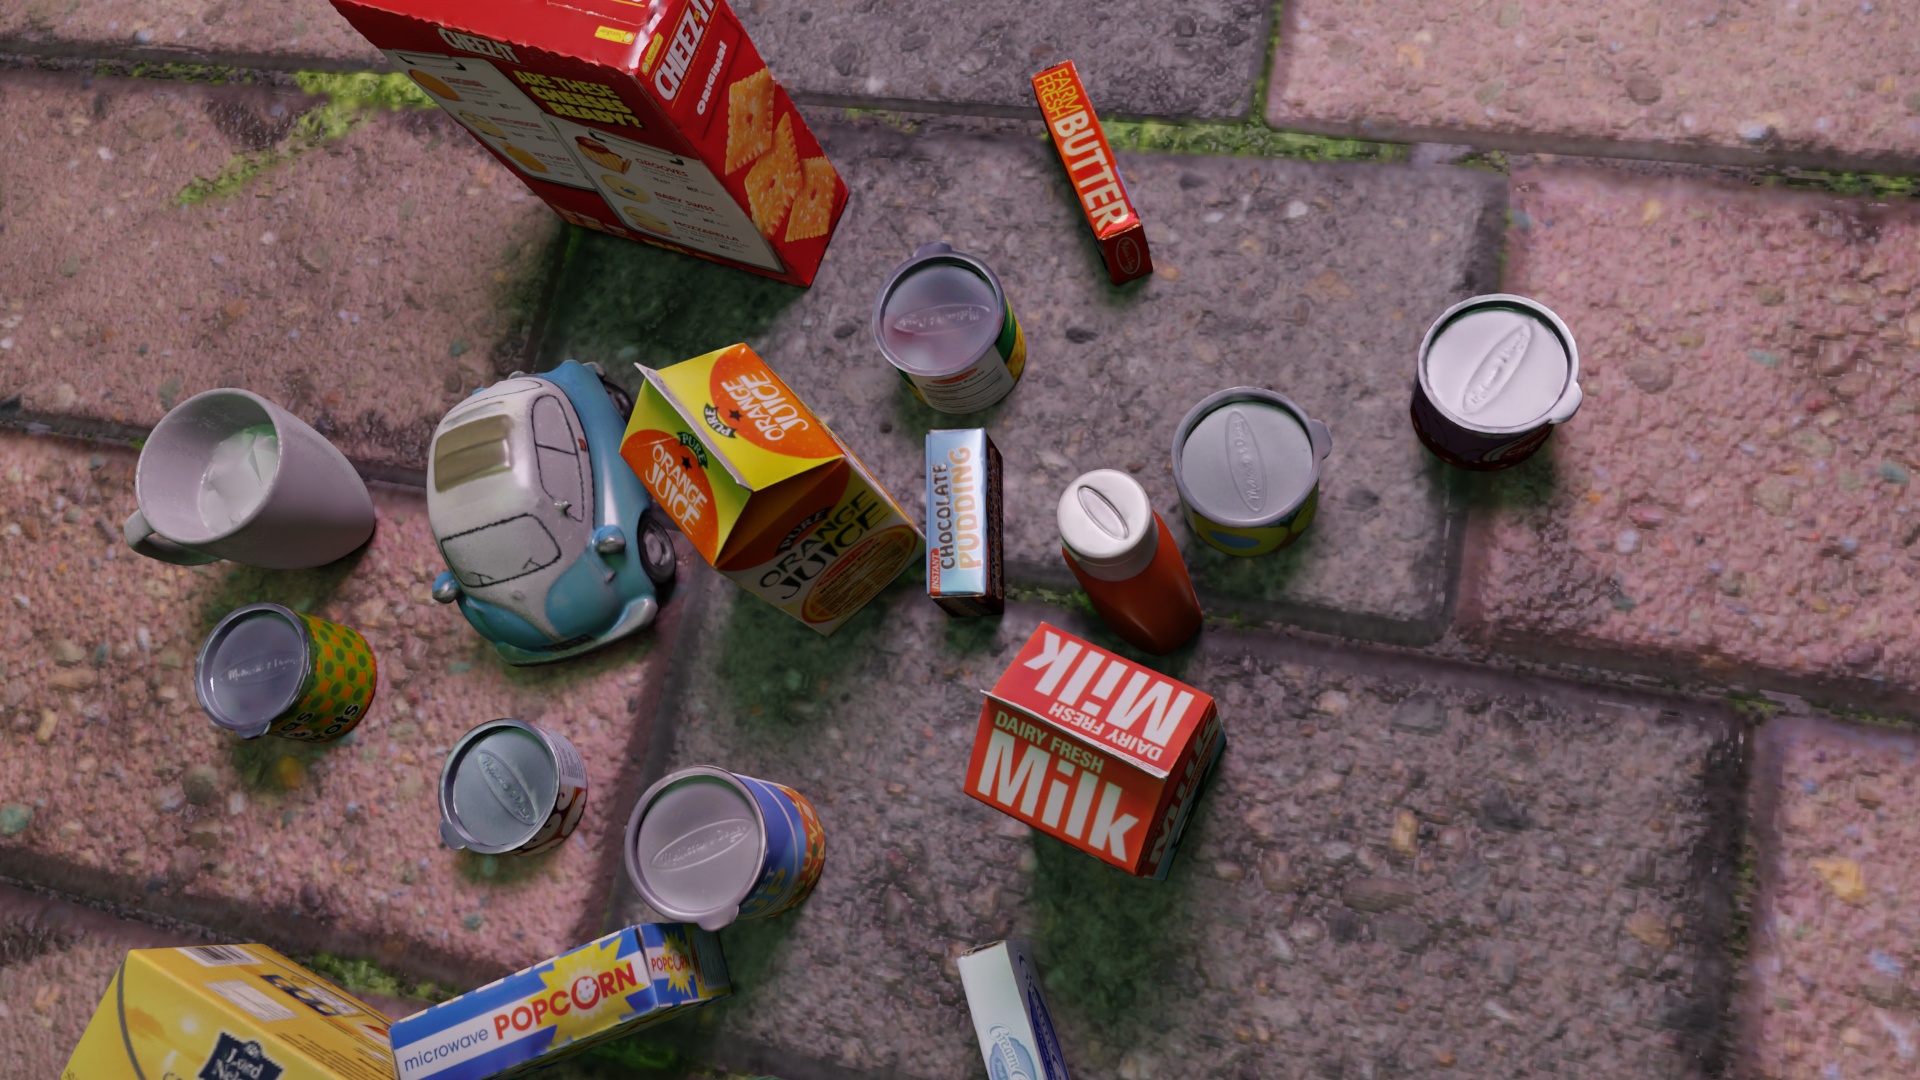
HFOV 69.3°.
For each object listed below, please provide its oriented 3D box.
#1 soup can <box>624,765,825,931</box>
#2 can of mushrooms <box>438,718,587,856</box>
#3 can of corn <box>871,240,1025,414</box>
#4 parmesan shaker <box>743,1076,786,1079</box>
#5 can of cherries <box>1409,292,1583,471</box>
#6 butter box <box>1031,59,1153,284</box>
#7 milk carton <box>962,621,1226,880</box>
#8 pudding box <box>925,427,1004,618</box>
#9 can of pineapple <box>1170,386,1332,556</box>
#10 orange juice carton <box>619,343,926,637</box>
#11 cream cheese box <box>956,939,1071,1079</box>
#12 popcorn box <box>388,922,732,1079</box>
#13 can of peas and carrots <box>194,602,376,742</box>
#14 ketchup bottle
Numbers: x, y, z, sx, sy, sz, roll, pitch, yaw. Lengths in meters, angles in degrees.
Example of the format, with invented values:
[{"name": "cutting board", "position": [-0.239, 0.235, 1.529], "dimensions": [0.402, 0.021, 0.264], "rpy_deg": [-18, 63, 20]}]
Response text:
[{"name": "soup can", "position": [-0.105, 0.143, 0.637], "dimensions": [0.071, 0.083, 0.071], "rpy_deg": [-3, 74, 13]}, {"name": "can of mushrooms", "position": [-0.226, 0.126, 0.697], "dimensions": [0.071, 0.033, 0.071], "rpy_deg": [-3, 74, 13]}, {"name": "can of corn", "position": [-0.005, -0.105, 0.695], "dimensions": [0.071, 0.058, 0.071], "rpy_deg": [-3, 74, 13]}, {"name": "parmesan shaker", "position": [-0.099, 0.265, 0.591], "dimensions": [0.071, 0.103, 0.071], "rpy_deg": [-3, 75, 13]}, {"name": "can of cherries", "position": [0.241, -0.068, 0.627], "dimensions": [0.071, 0.058, 0.071], "rpy_deg": [-3, 74, 13]}, {"name": "butter box", "position": [0.067, -0.186, 0.704], "dimensions": [0.024, 0.053, 0.104], "rpy_deg": [-22, 71, 7]}, {"name": "milk carton", "position": [0.058, 0.088, 0.557], "dimensions": [0.072, 0.190, 0.073], "rpy_deg": [23, 82, 18]}, {"name": "pudding box", "position": [0.002, -0.008, 0.671], "dimensions": [0.030, 0.049, 0.084], "rpy_deg": [-4, 74, 13]}, {"name": "can of pineapple", "position": [0.134, -0.030, 0.642], "dimensions": [0.071, 0.057, 0.071], "rpy_deg": [-3, 74, 13]}, {"name": "orange juice carton", "position": [-0.083, -0.022, 0.620], "dimensions": [0.073, 0.192, 0.072], "rpy_deg": [-42, 70, 0]}, {"name": "cream cheese box", "position": [0.029, 0.226, 0.598], "dimensions": [0.024, 0.053, 0.104], "rpy_deg": [-20, 71, 8]}, {"name": "popcorn box", "position": [-0.180, 0.214, 0.634], "dimensions": [0.126, 0.085, 0.038], "rpy_deg": [-23, 71, 6]}, {"name": "can of peas and carrots", "position": [-0.352, 0.073, 0.728], "dimensions": [0.071, 0.058, 0.071], "rpy_deg": [-3, 74, 13]}, {"name": "ketchup bottle", "position": [0.070, 0.009, 0.598], "dimensions": [0.043, 0.148, 0.065], "rpy_deg": [-41, 70, 0]}]
